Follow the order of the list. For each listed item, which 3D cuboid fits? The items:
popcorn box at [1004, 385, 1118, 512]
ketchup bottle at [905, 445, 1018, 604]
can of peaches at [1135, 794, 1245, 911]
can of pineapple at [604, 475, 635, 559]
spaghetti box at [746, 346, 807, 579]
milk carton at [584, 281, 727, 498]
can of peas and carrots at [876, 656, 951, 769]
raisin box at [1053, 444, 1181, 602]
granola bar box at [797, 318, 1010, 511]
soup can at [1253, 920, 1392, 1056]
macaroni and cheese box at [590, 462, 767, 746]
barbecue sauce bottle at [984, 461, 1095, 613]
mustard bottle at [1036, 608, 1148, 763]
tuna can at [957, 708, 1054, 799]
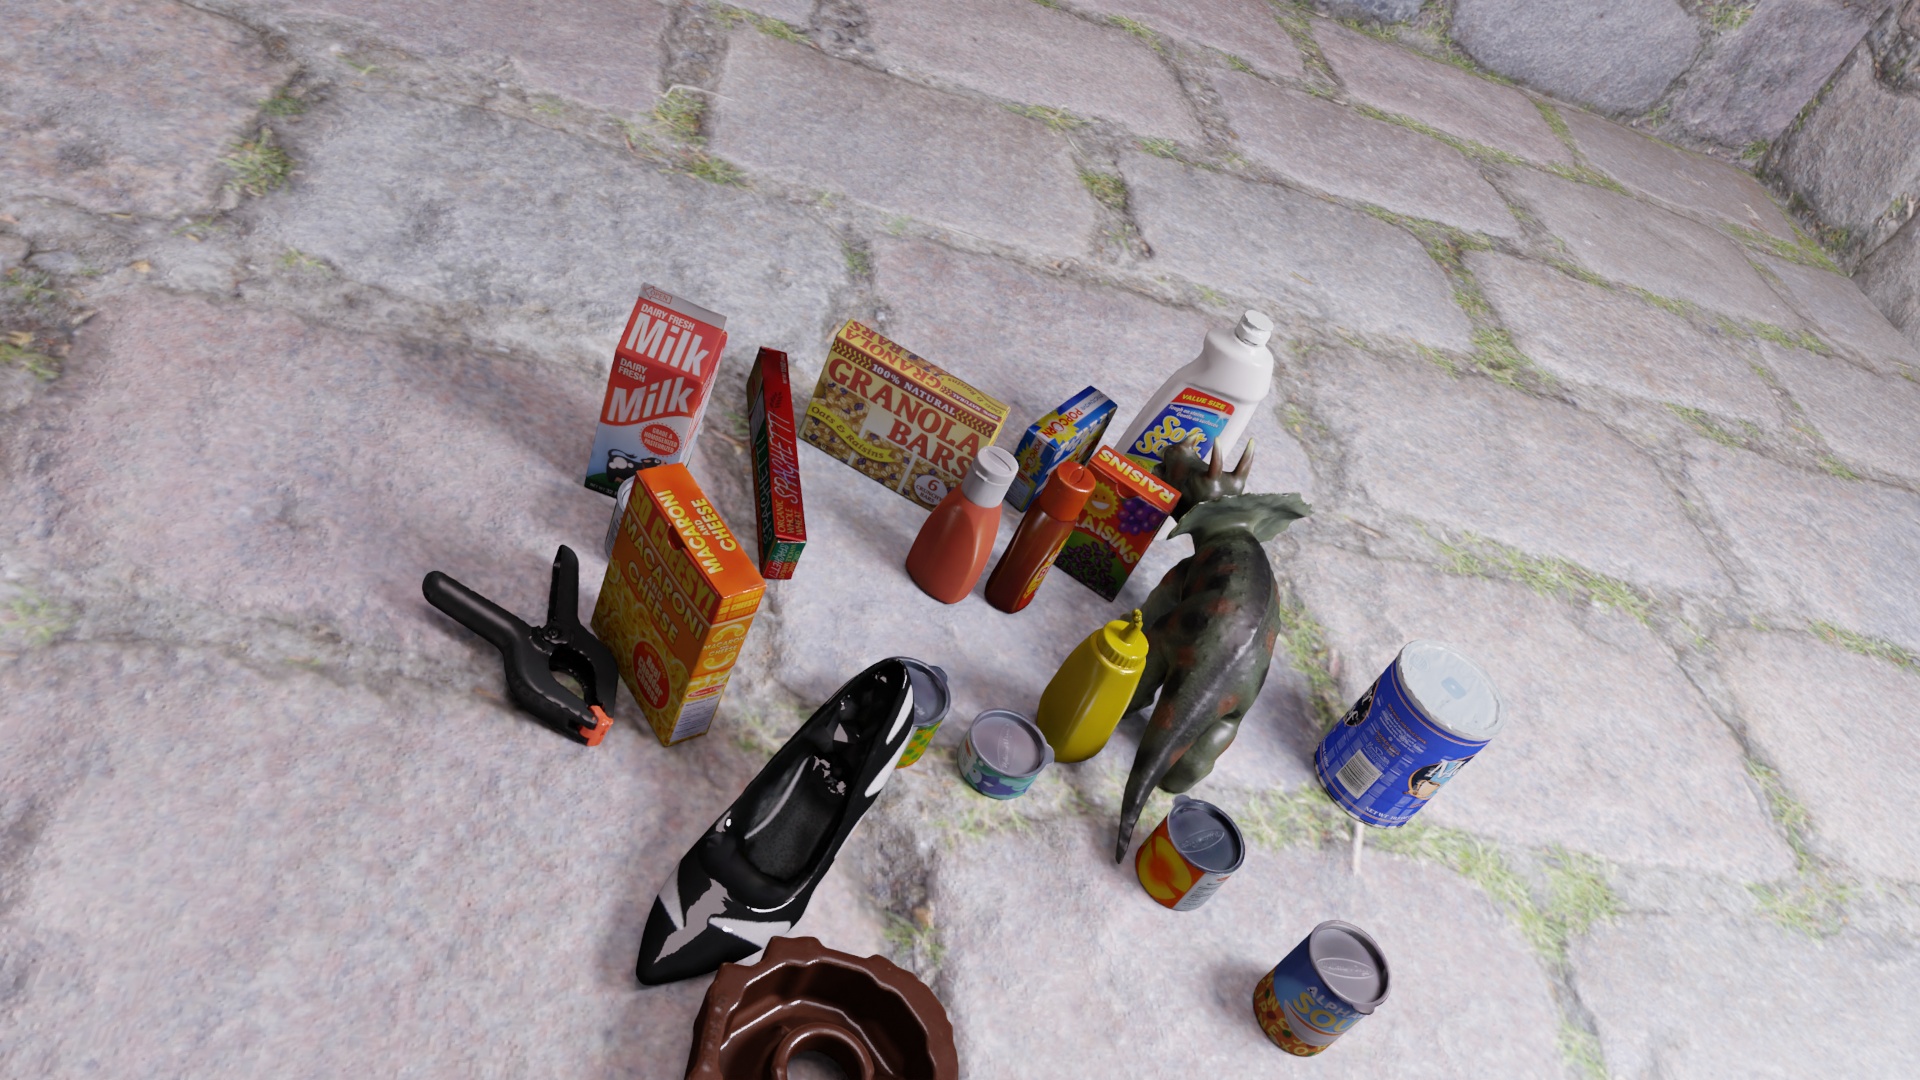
[{"bbox_3d":[0.095,-0.091,1.353,0.038,0.084,0.127,39,41,13],"label":"popcorn box"},{"bbox_3d":[0.004,-0.015,1.174,0.065,0.148,0.044,41,42,16],"label":"ketchup bottle"},{"bbox_3d":[0.175,0.240,1.068,0.071,0.057,0.071,15,42,-14],"label":"can of peaches"},{"bbox_3d":[-0.244,-0.012,1.106,0.071,0.057,0.071,15,42,-14],"label":"can of pineapple"},{"bbox_3d":[-0.164,-0.072,1.219,0.029,0.050,0.251,9,44,-21],"label":"spaghetti box"},{"bbox_3d":[-0.242,-0.119,1.118,0.072,0.189,0.074,21,40,-7],"label":"milk carton"},{"bbox_3d":[-0.046,0.131,1.063,0.071,0.058,0.071,15,42,-14],"label":"can of peas and carrots"},{"bbox_3d":[0.134,-0.015,1.265,0.086,0.122,0.040,35,40,8],"label":"raisin box"},{"bbox_3d":[-0.054,-0.107,1.260,0.165,0.123,0.039,29,40,2],"label":"granola bar box"},{"bbox_3d":[0.261,0.327,1.004,0.071,0.083,0.072,15,41,-14],"label":"soup can"},{"bbox_3d":[-0.204,0.047,0.982,0.040,0.165,0.124,-15,56,-39],"label":"macaroni and cheese box"},{"bbox_3d":[0.070,-0.004,1.200,0.044,0.147,0.065,33,40,6],"label":"barbecue sauce bottle"},{"bbox_3d":[0.110,0.110,1.092,0.049,0.159,0.065,5,45,-24],"label":"mustard bottle"},{"bbox_3d":[0.035,0.168,1.088,0.071,0.032,0.071,15,42,-14],"label":"tuna can"}]
